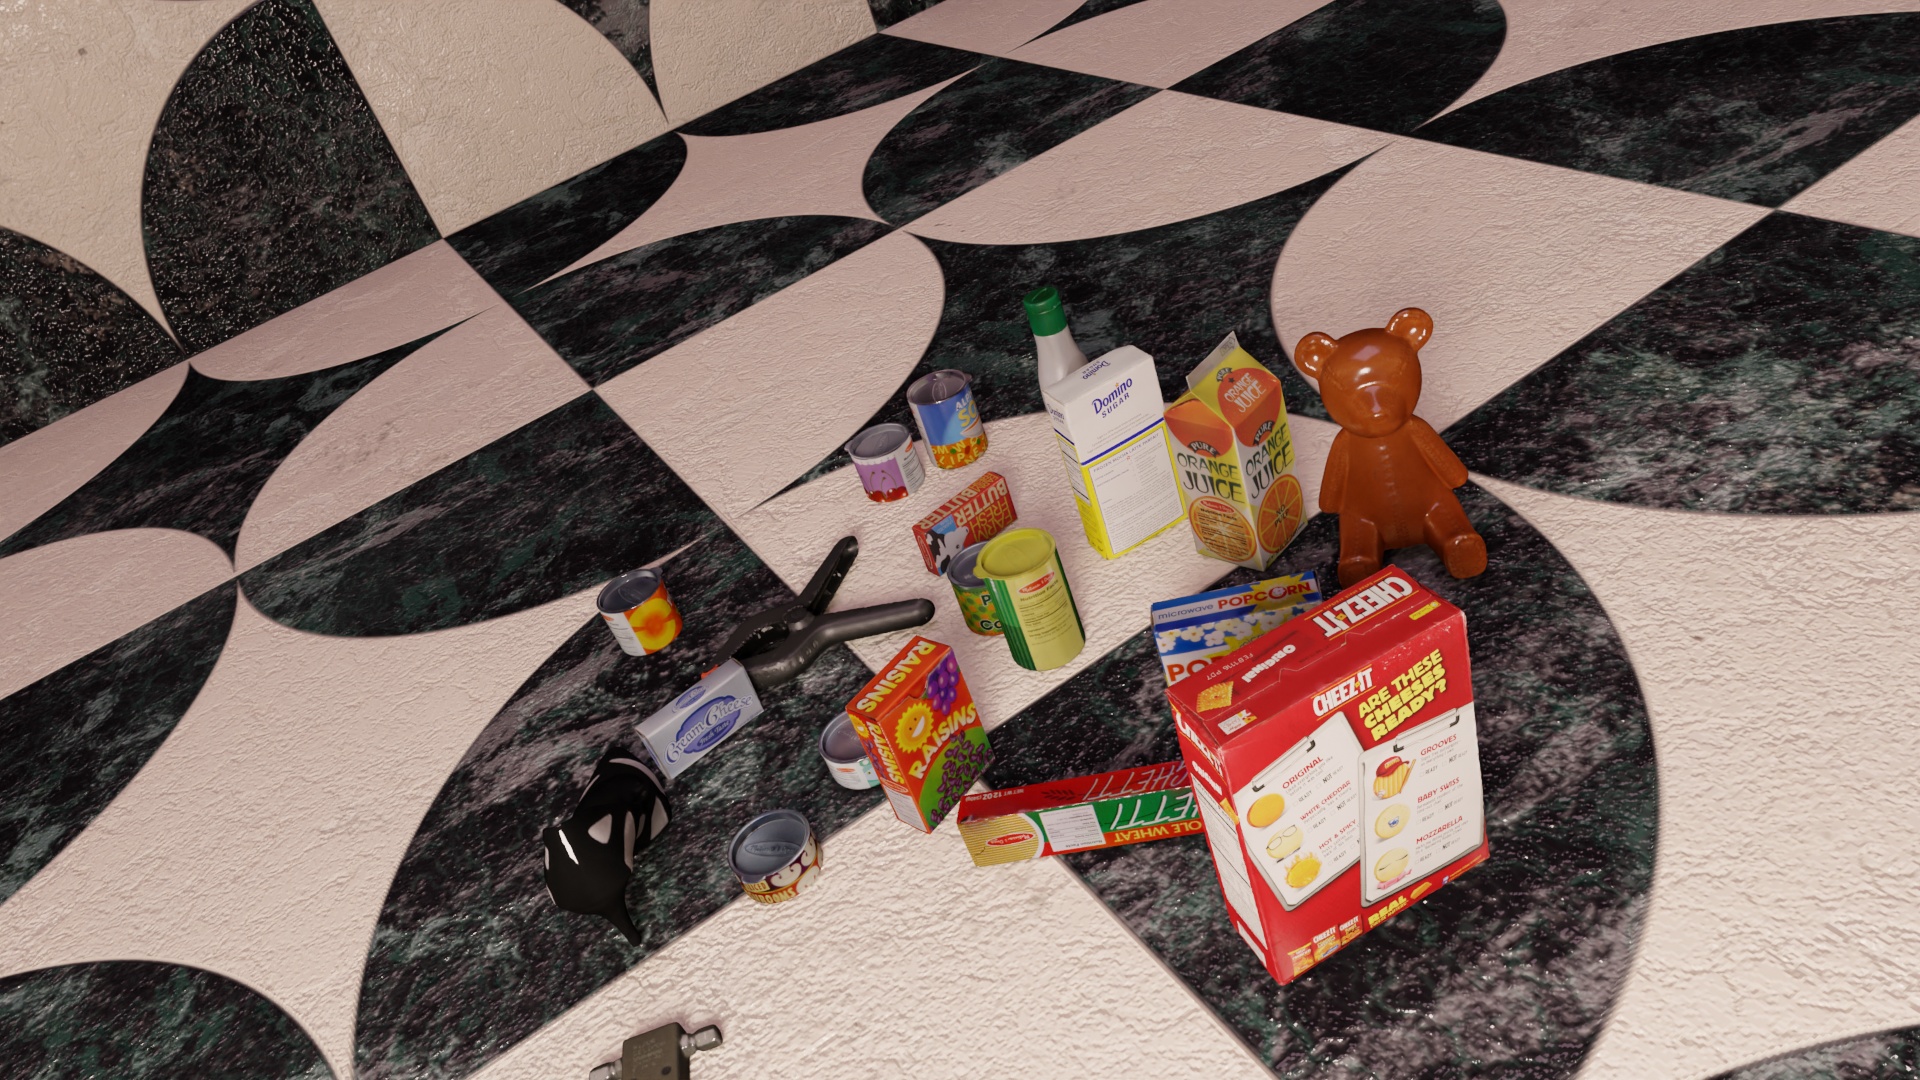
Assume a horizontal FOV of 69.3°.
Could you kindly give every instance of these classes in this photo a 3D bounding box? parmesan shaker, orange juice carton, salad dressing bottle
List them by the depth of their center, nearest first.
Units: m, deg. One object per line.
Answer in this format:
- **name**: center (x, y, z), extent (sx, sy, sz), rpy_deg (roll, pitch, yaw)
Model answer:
- **parmesan shaker**: center (0.057, 0.051, 1.148), extent (0.071, 0.102, 0.072), rpy_deg (-14, 34, 10)
- **orange juice carton**: center (0.227, -0.074, 1.157), extent (0.073, 0.191, 0.072), rpy_deg (17, 49, 43)
- **salad dressing bottle**: center (0.101, -0.187, 1.421), extent (0.044, 0.147, 0.064), rpy_deg (11, 45, 38)

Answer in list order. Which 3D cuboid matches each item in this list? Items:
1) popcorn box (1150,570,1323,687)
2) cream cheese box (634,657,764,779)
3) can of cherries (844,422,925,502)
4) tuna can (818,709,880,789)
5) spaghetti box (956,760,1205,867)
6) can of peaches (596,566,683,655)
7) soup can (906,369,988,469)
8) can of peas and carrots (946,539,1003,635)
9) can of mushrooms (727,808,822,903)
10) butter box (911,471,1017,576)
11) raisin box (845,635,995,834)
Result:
- **popcorn box**: center (0.214, 0.077, 1.047), extent (0.126, 0.085, 0.038), rpy_deg (-12, 34, 12)
- **cream cheese box**: center (-0.222, 0.153, 1.192), extent (0.104, 0.053, 0.024), rpy_deg (-36, 37, -23)
- **can of cherries**: center (-0.078, -0.081, 1.443), extent (0.071, 0.058, 0.072), rpy_deg (-14, 34, 10)
- **tuna can**: center (-0.077, 0.164, 1.119), extent (0.071, 0.032, 0.071), rpy_deg (-14, 34, 10)
- **spaghetti box**: center (0.124, 0.185, 0.971), extent (0.250, 0.050, 0.029), rpy_deg (-12, 34, 12)
- **can of peaches**: center (-0.309, 0.069, 1.351), extent (0.071, 0.057, 0.071), rpy_deg (-14, 34, 10)
- **soup can**: center (-0.010, -0.127, 1.451), extent (0.071, 0.083, 0.072), rpy_deg (-14, 34, 10)
- **can of peas and carrots**: center (0.028, 0.042, 1.214), extent (0.071, 0.058, 0.071), rpy_deg (-14, 34, 10)
- **can of mushrooms**: center (-0.140, 0.239, 1.045), extent (0.071, 0.033, 0.071), rpy_deg (-14, 34, 10)
- **butter box**: center (0.005, -0.016, 1.315), extent (0.104, 0.053, 0.024), rpy_deg (-37, 37, -23)
- **raisin box**: center (-0.028, 0.145, 1.039), extent (0.040, 0.122, 0.086), rpy_deg (15, 47, 41)
